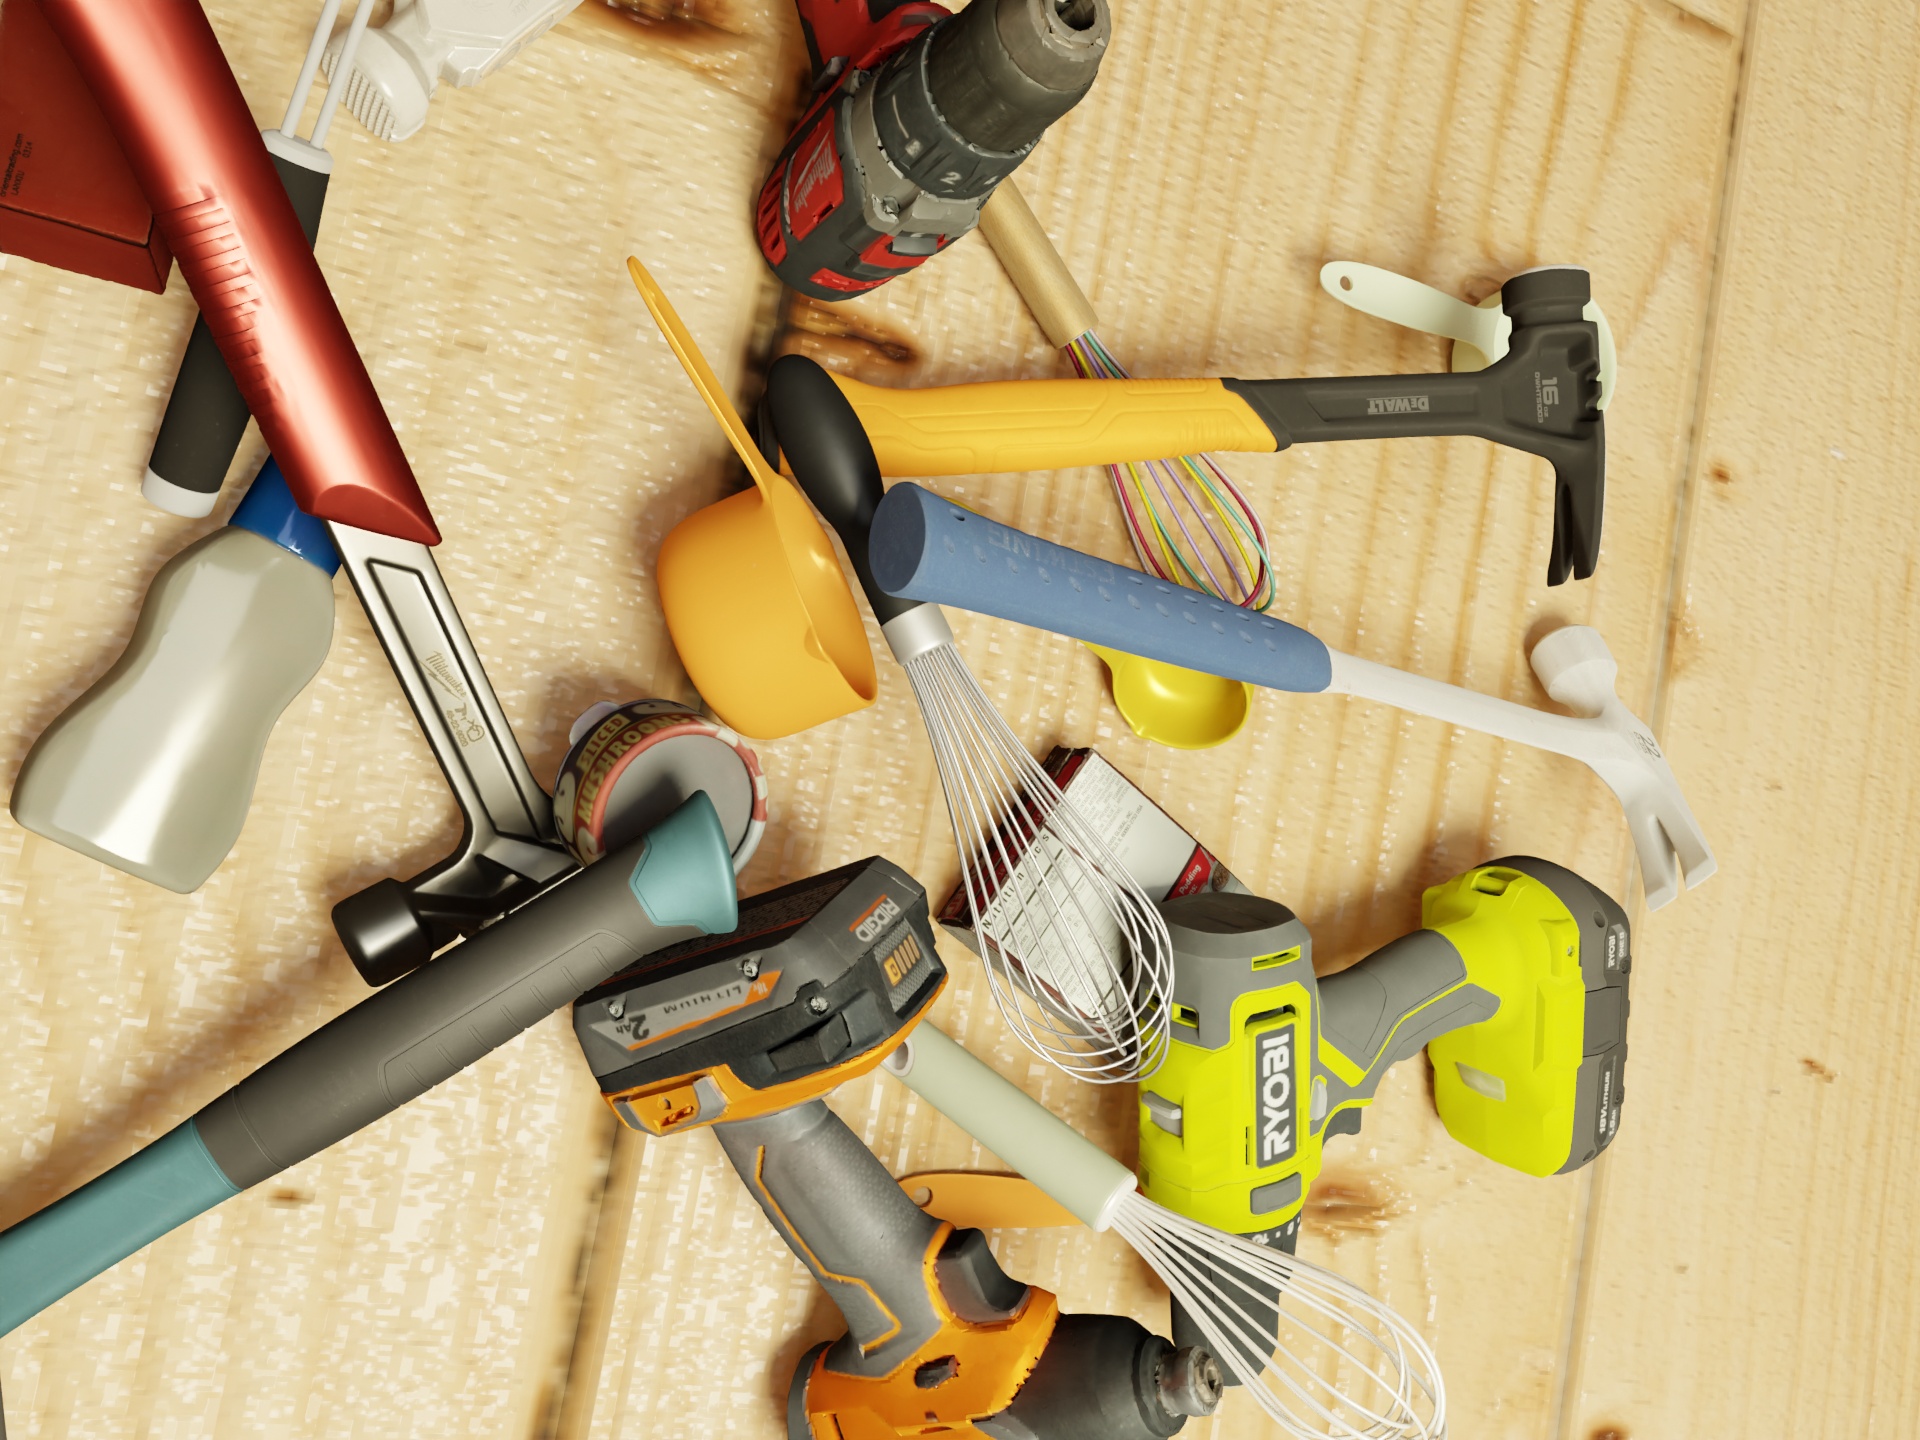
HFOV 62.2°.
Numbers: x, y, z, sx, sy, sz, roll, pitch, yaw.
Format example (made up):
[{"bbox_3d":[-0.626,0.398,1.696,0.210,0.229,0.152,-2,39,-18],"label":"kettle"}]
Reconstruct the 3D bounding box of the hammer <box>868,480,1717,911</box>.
[{"bbox_3d":[0.148,-0.016,0.618,0.405,0.035,0.144,13,46,-32],"label":"hammer"}]

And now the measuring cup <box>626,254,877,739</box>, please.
[{"bbox_3d":[-0.088,-0.070,0.545,0.052,0.095,0.173,-23,117,10],"label":"measuring cup"}]

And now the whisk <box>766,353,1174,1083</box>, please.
[{"bbox_3d":[-0.002,-0.001,0.562,0.070,0.070,0.284,-25,87,-23],"label":"whisk"}]

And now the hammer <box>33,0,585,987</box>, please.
[{"bbox_3d":[-0.184,-0.096,0.480,0.149,0.037,0.358,-31,120,-26],"label":"hammer"}]

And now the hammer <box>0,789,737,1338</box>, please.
[{"bbox_3d":[-0.211,0.124,0.482,0.331,0.033,0.128,-31,98,-6],"label":"hammer"}]

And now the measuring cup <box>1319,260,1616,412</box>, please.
[{"bbox_3d":[0.225,-0.175,0.729,0.167,0.038,0.083,13,84,-22],"label":"measuring cup"}]

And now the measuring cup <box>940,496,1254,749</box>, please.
[{"bbox_3d":[0.054,-0.047,0.649,0.156,0.062,0.029,37,43,-6],"label":"measuring cup"}]

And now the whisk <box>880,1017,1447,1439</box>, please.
[{"bbox_3d":[0.063,0.177,0.570,0.059,0.246,0.057,-8,127,-60],"label":"whisk"}]

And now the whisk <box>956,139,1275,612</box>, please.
[{"bbox_3d":[0.058,-0.138,0.650,0.047,0.051,0.245,-36,100,-15],"label":"whisk"}]

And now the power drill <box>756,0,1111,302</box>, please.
[{"bbox_3d":[-0.021,-0.275,0.541,0.080,0.188,0.227,-5,87,-29],"label":"power drill"}]

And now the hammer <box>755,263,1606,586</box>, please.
[{"bbox_3d":[0.090,-0.110,0.620,0.337,0.034,0.127,-3,89,-8],"label":"hammer"}]

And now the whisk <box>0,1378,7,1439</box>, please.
[{"bbox_3d":[-0.269,0.243,0.438,0.073,0.073,0.296,-10,90,-24],"label":"whisk"}]

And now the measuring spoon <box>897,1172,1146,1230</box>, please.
[{"bbox_3d":[0.025,0.195,0.645,0.116,0.011,0.021,9,85,-20],"label":"measuring spoon"}]

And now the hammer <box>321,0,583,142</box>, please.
[{"bbox_3d":[-0.279,-0.391,0.507,0.410,0.038,0.146,47,70,-16],"label":"hammer"}]

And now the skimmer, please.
[{"bbox_3d":[-0.194,-0.241,0.487,0.127,0.090,0.363,7,115,-52],"label":"skimmer"}]

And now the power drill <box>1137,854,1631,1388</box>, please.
[{"bbox_3d":[0.169,0.154,0.653,0.228,0.080,0.190,-9,103,-31],"label":"power drill"}]

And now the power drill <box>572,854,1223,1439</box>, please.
[{"bbox_3d":[-0.018,0.166,0.544,0.226,0.164,0.084,65,30,-8],"label":"power drill"}]
